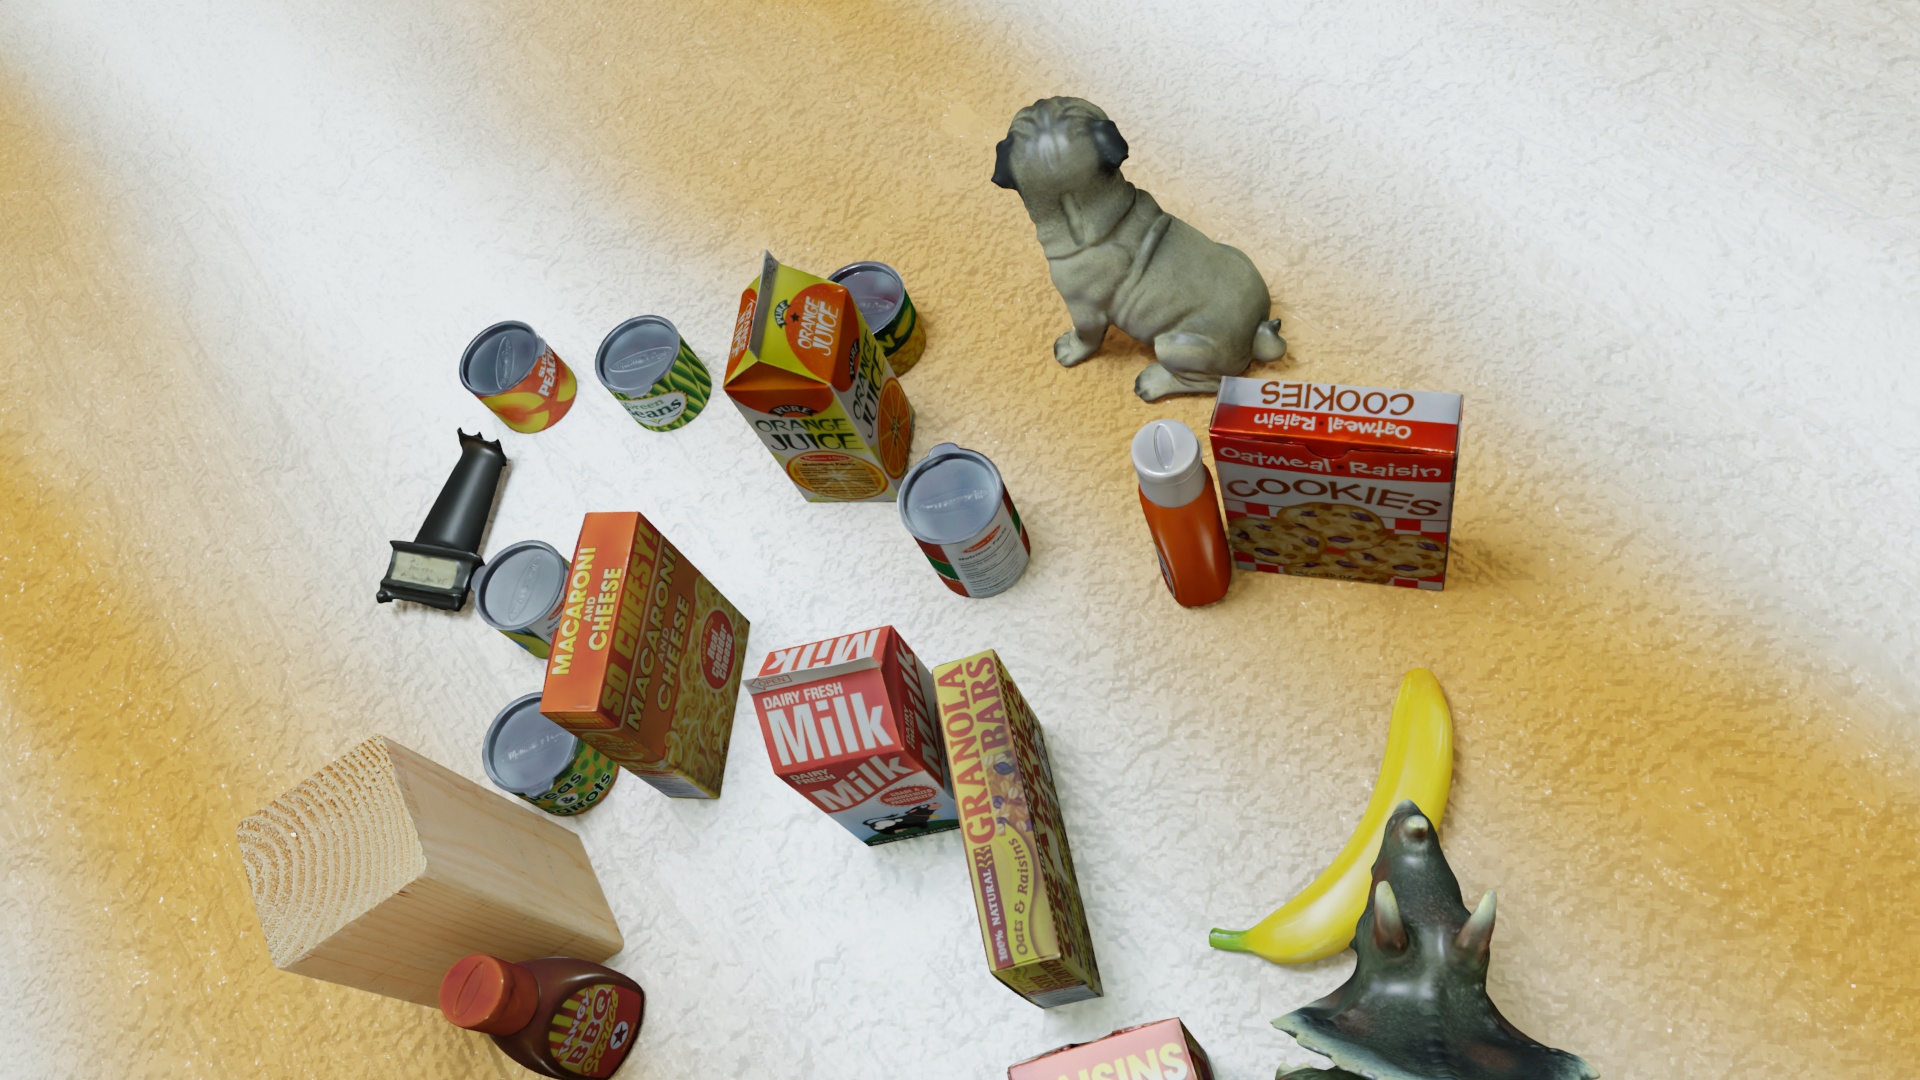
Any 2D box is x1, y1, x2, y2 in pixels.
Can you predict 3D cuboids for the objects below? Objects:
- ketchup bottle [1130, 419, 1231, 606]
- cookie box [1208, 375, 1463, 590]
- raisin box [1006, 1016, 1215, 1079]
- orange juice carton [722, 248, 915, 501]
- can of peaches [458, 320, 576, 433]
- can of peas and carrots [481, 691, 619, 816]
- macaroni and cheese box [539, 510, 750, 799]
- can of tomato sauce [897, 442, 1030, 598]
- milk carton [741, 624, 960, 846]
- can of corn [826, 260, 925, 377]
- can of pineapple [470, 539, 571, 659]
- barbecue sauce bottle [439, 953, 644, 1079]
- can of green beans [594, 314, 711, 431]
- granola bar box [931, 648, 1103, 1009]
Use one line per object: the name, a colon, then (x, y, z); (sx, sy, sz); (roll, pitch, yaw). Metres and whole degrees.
ketchup bottle: (0.128, -0.018, 0.803); (0.043, 0.148, 0.065); (-12, 61, 10)
cookie box: (0.210, -0.028, 0.773); (0.123, 0.167, 0.040); (6, 66, 19)
raisin box: (0.080, 0.271, 0.681); (0.086, 0.123, 0.040); (-19, 60, 6)
orange juice carton: (-0.093, -0.099, 0.884); (0.073, 0.192, 0.072); (-1, 64, 16)
can of peaches: (-0.329, -0.123, 1.044); (0.071, 0.058, 0.071); (-7, 62, 13)
can of peas and carrots: (-0.259, 0.139, 0.886); (0.071, 0.058, 0.071); (-7, 62, 13)
macaroni and cheese box: (-0.185, 0.074, 0.836); (0.040, 0.166, 0.124); (-2, 63, 16)
can of tomato sauce: (0.003, -0.011, 0.874); (0.071, 0.082, 0.071); (-7, 62, 13)
milk carton: (-0.052, 0.105, 0.767); (0.072, 0.190, 0.074); (-13, 61, 10)
can of corn: (-0.064, -0.151, 0.981); (0.071, 0.058, 0.071); (-7, 62, 13)
can of pineapple: (-0.287, 0.040, 0.946); (0.071, 0.057, 0.071); (-7, 62, 13)
barbecue sauce bottle: (-0.229, 0.258, 0.763); (0.044, 0.148, 0.065); (13, 68, 22)
can of green beans: (-0.223, -0.121, 1.012); (0.071, 0.057, 0.071); (-7, 62, 13)
granola bar box: (0.030, 0.159, 0.753); (0.039, 0.123, 0.166); (-17, 60, 8)
